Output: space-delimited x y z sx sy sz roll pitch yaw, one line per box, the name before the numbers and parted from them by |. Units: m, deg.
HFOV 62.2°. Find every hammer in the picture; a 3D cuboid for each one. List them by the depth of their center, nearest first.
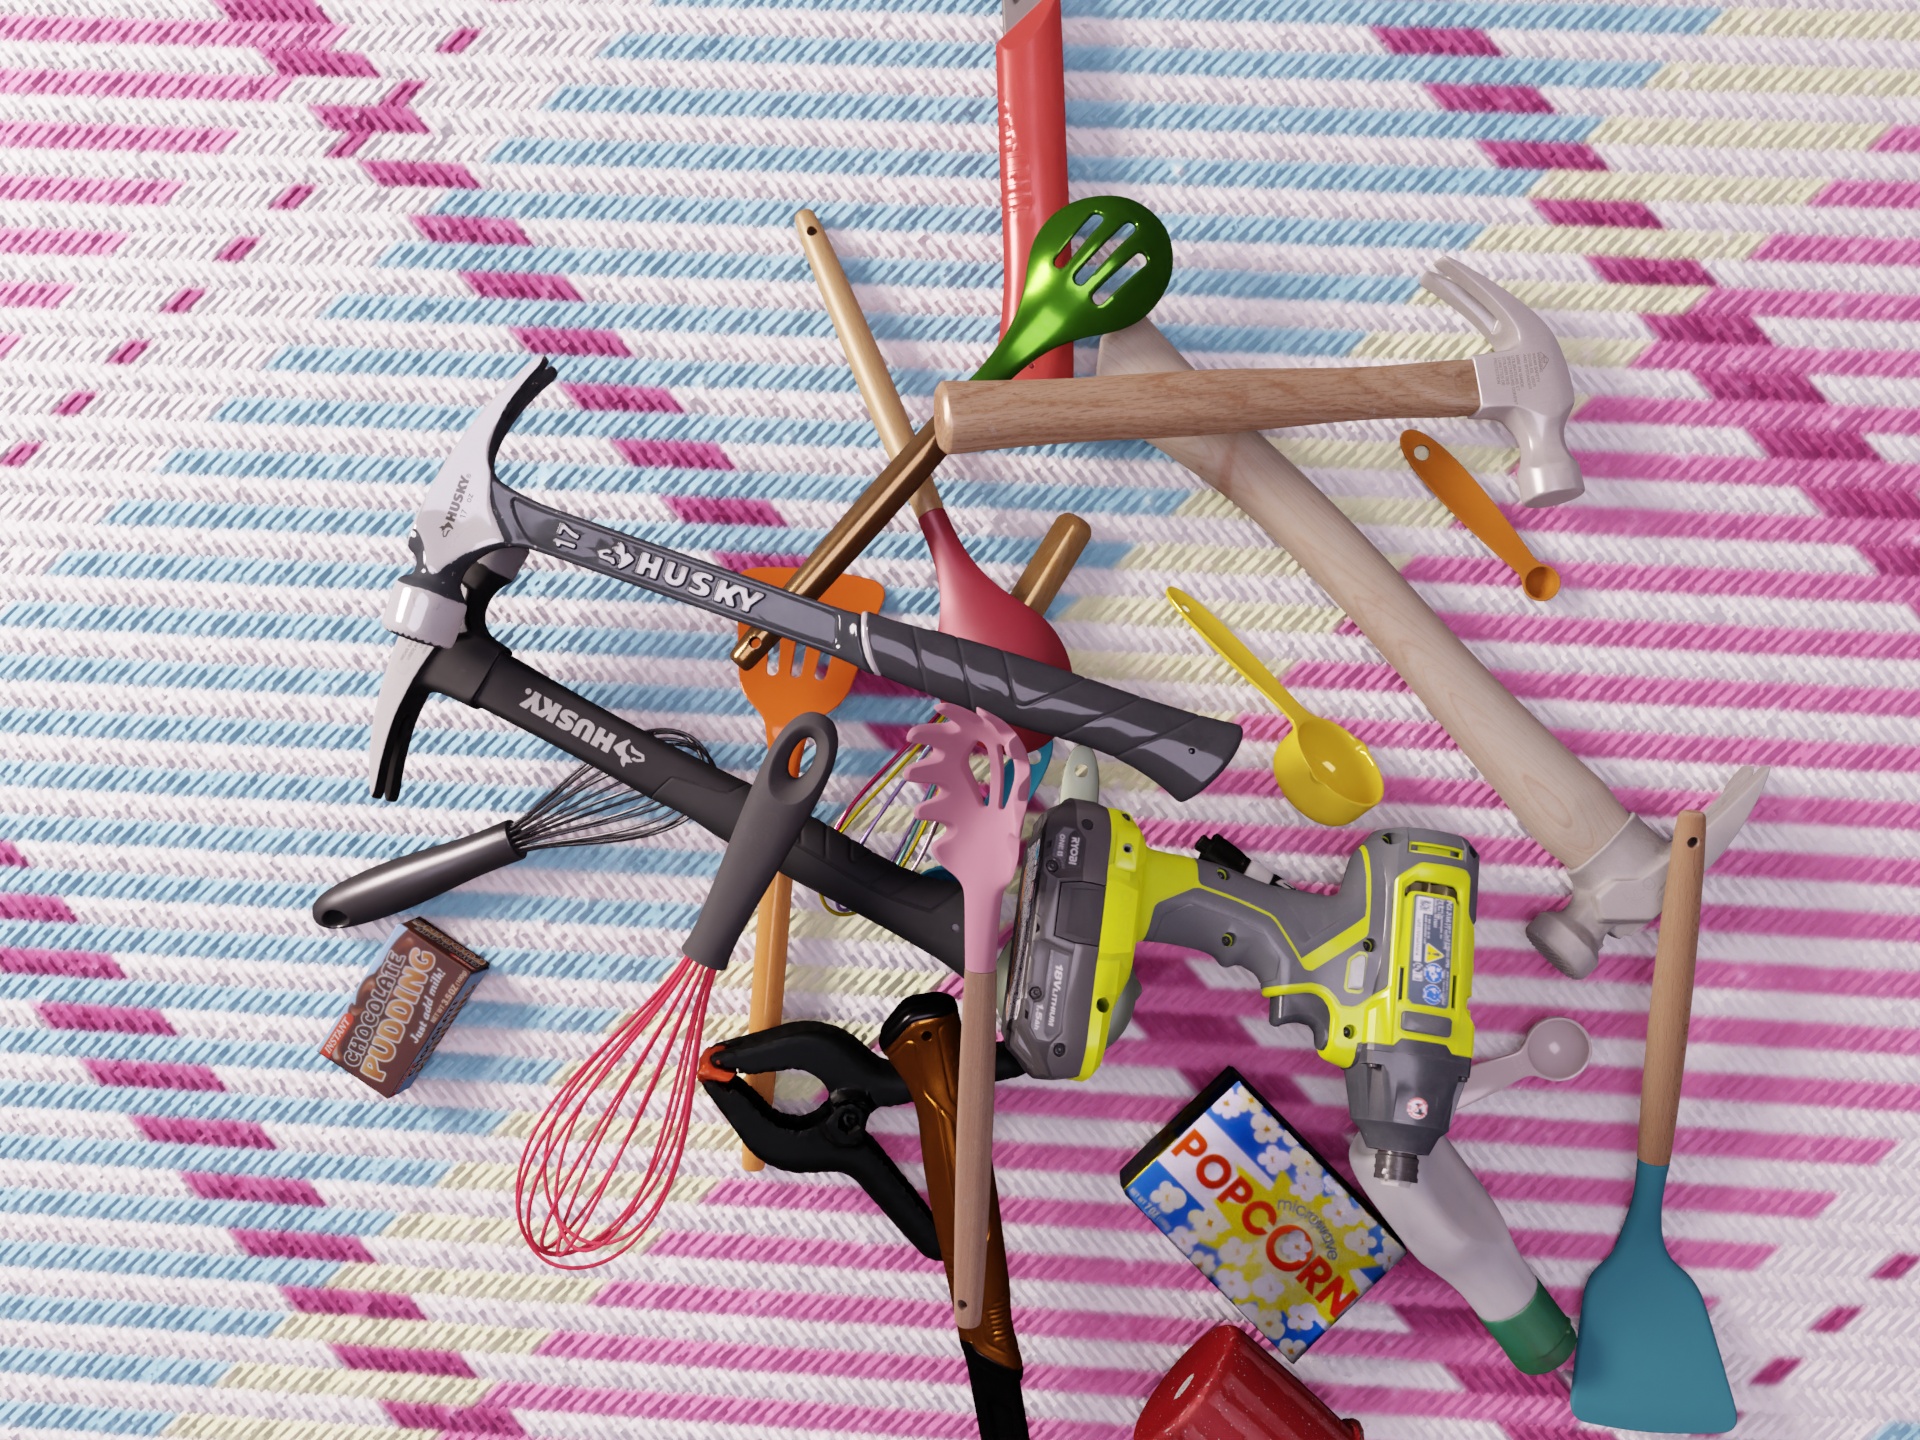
hammer | -0.061 -0.049 0.768 0.409 0.036 0.149 19 87 -1
hammer | -0.135 0.039 0.791 0.335 0.035 0.146 28 83 3
hammer | 0.150 -0.163 0.795 0.331 0.031 0.130 -5 80 -11
hammer | 0.020 0.301 0.813 0.127 0.034 0.337 -11 97 1
hammer | 0.229 -0.063 0.827 0.146 0.038 0.410 -43 88 1
hammer | 0.046 -0.331 0.836 0.149 0.036 0.359 -3 89 3

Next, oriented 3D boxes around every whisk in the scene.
whisk | -0.130 0.129 0.751 0.073 0.073 0.296 27 93 2
whisk | -0.002 -0.003 0.831 0.047 0.051 0.245 32 87 -15
whisk | -0.239 0.062 0.844 0.239 0.055 0.055 -22 89 7

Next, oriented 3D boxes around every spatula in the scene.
spatula | 0.358 0.202 0.803 0.082 0.044 0.317 2 100 6
spatula | -0.096 0.080 0.850 0.081 0.041 0.322 6 94 3

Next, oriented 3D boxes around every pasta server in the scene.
pasta server | 0.005 0.145 0.752 0.060 0.040 0.316 9 103 30

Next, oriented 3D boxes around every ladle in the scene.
ladle | -0.024 -0.130 0.824 0.069 0.031 0.315 -22 79 -3

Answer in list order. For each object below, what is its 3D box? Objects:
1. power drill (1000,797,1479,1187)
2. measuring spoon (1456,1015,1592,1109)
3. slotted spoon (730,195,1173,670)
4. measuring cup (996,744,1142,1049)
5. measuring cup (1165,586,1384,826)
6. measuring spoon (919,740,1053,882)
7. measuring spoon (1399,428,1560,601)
power drill | 0.139 0.128 0.778 0.223 0.080 0.171 9 75 -4
measuring spoon | 0.270 0.188 0.838 0.124 0.018 0.034 -24 95 9
slotted spoon | -0.007 -0.144 0.798 0.070 0.031 0.314 42 89 1
measuring cup | 0.058 0.096 0.832 0.083 0.038 0.167 4 92 3
measuring cup | 0.156 -0.007 0.832 0.157 0.062 0.029 48 128 15
measuring spoon | 0.013 0.062 0.850 0.042 0.021 0.128 31 82 3
measuring spoon | 0.272 -0.108 0.839 0.021 0.011 0.117 -41 85 0
